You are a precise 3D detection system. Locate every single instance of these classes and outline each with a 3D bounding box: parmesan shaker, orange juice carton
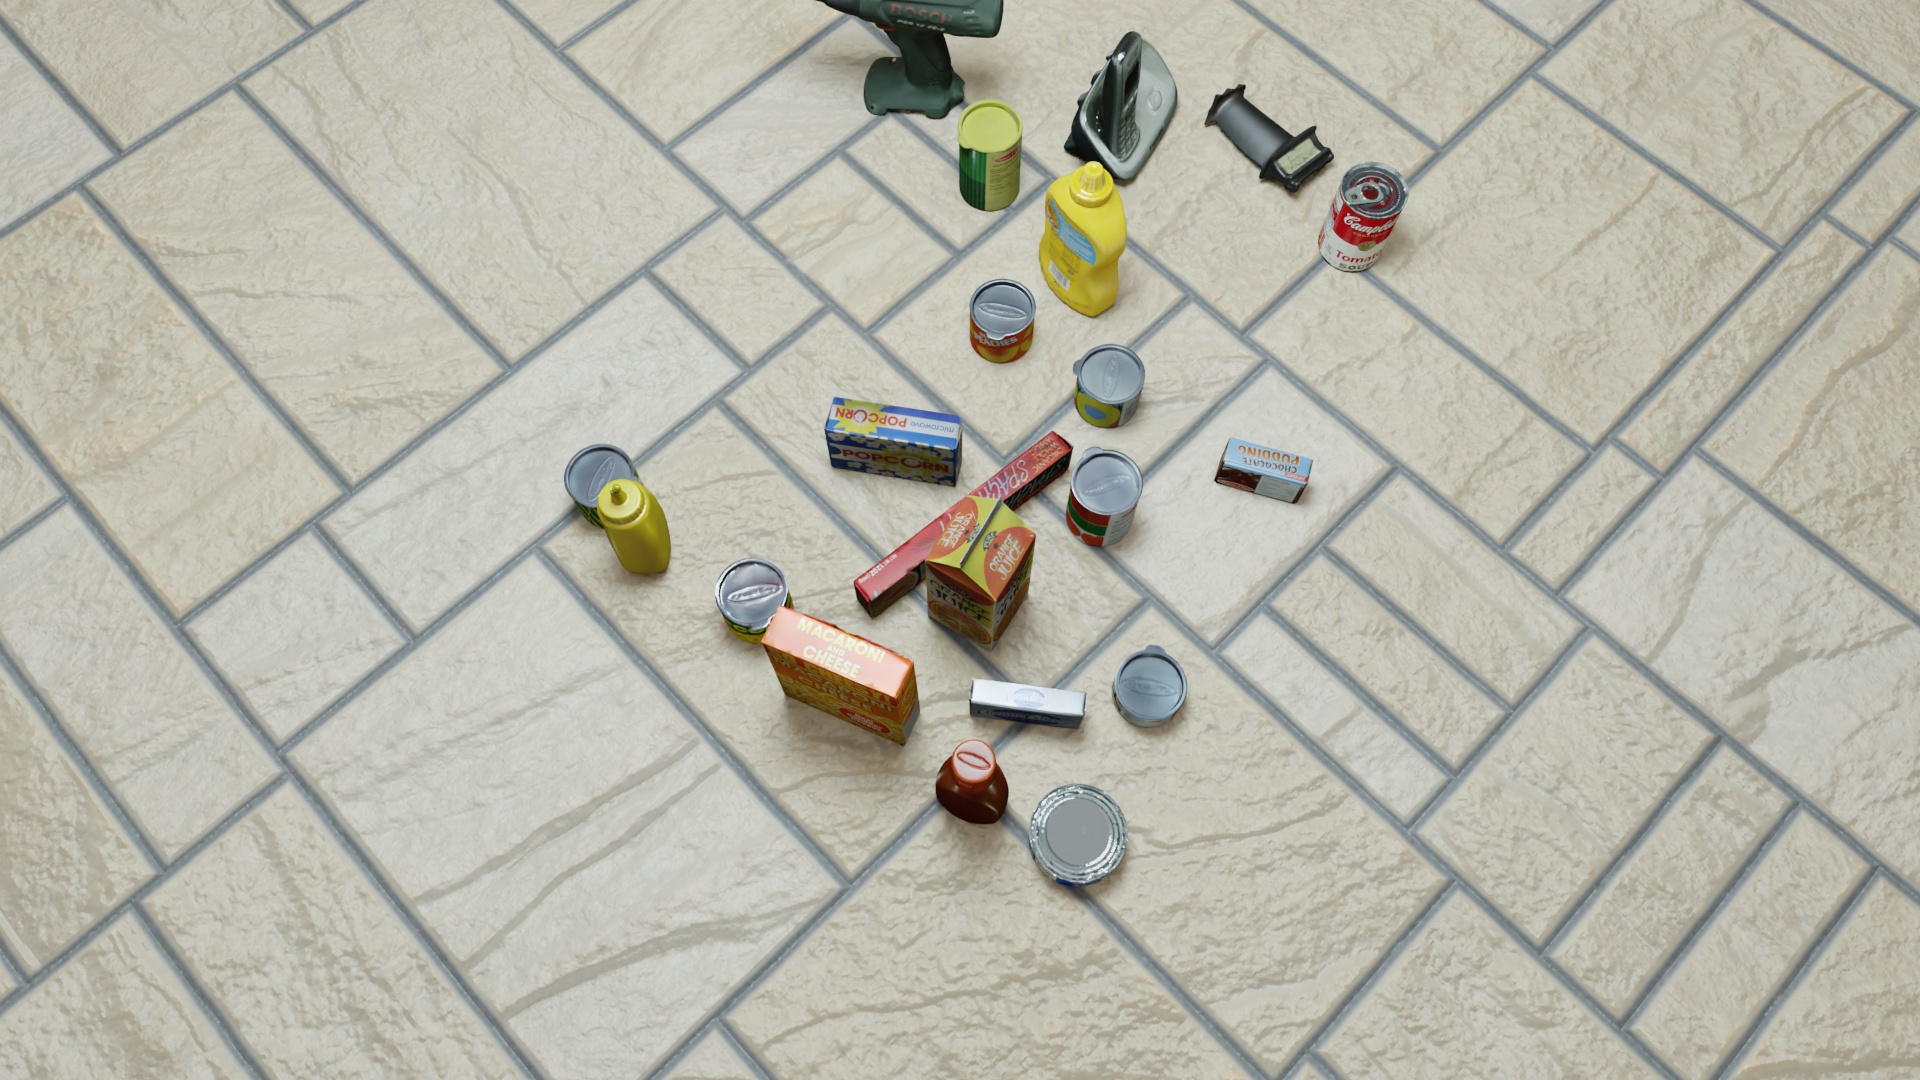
[{"bbox_3d":[0.028,-0.399,1.450,0.071,0.102,0.071,0,68,0],"label":"parmesan shaker"},{"bbox_3d":[0.017,0.025,1.226,0.073,0.192,0.072,29,71,11],"label":"orange juice carton"}]

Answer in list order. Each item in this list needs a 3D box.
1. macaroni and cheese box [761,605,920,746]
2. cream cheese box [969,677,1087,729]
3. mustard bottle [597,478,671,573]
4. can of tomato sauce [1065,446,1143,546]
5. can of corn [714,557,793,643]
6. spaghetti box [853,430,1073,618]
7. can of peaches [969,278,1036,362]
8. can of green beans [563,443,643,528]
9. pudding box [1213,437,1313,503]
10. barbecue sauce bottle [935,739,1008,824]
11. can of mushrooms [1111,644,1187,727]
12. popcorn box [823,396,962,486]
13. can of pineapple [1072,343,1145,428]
[{"bbox_3d":[-0.100,0.118,1.202,0.124,0.165,0.040,22,70,8],"label":"macaroni and cheese box"},{"bbox_3d":[0.060,0.148,1.251,0.104,0.053,0.024,7,68,3],"label":"cream cheese box"},{"bbox_3d":[-0.299,-0.020,1.261,0.049,0.159,0.065,-8,68,-3],"label":"mustard bottle"},{"bbox_3d":[0.133,-0.040,1.313,0.071,0.082,0.071,0,68,0],"label":"can of tomato sauce"},{"bbox_3d":[-0.189,0.059,1.284,0.071,0.058,0.071,0,68,0],"label":"can of corn"},{"bbox_3d":[0.005,-0.017,1.320,0.251,0.050,0.029,-37,73,-14],"label":"spaghetti box"},{"bbox_3d":[0.041,-0.219,1.400,0.071,0.058,0.071,0,68,0],"label":"can of peaches"},{"bbox_3d":[-0.339,-0.051,1.328,0.071,0.057,0.071,0,68,0],"label":"can of green beans"},{"bbox_3d":[0.292,-0.067,1.343,0.084,0.049,0.030,15,69,6],"label":"pudding box"},{"bbox_3d":[0.010,0.204,1.177,0.065,0.148,0.044,21,70,8],"label":"barbecue sauce bottle"},{"bbox_3d":[0.172,0.133,1.268,0.071,0.033,0.071,0,68,0],"label":"can of mushrooms"},{"bbox_3d":[-0.062,-0.094,1.333,0.127,0.085,0.038,9,68,3],"label":"popcorn box"},{"bbox_3d":[0.145,-0.153,1.373,0.071,0.057,0.071,0,68,0],"label":"can of pineapple"}]
